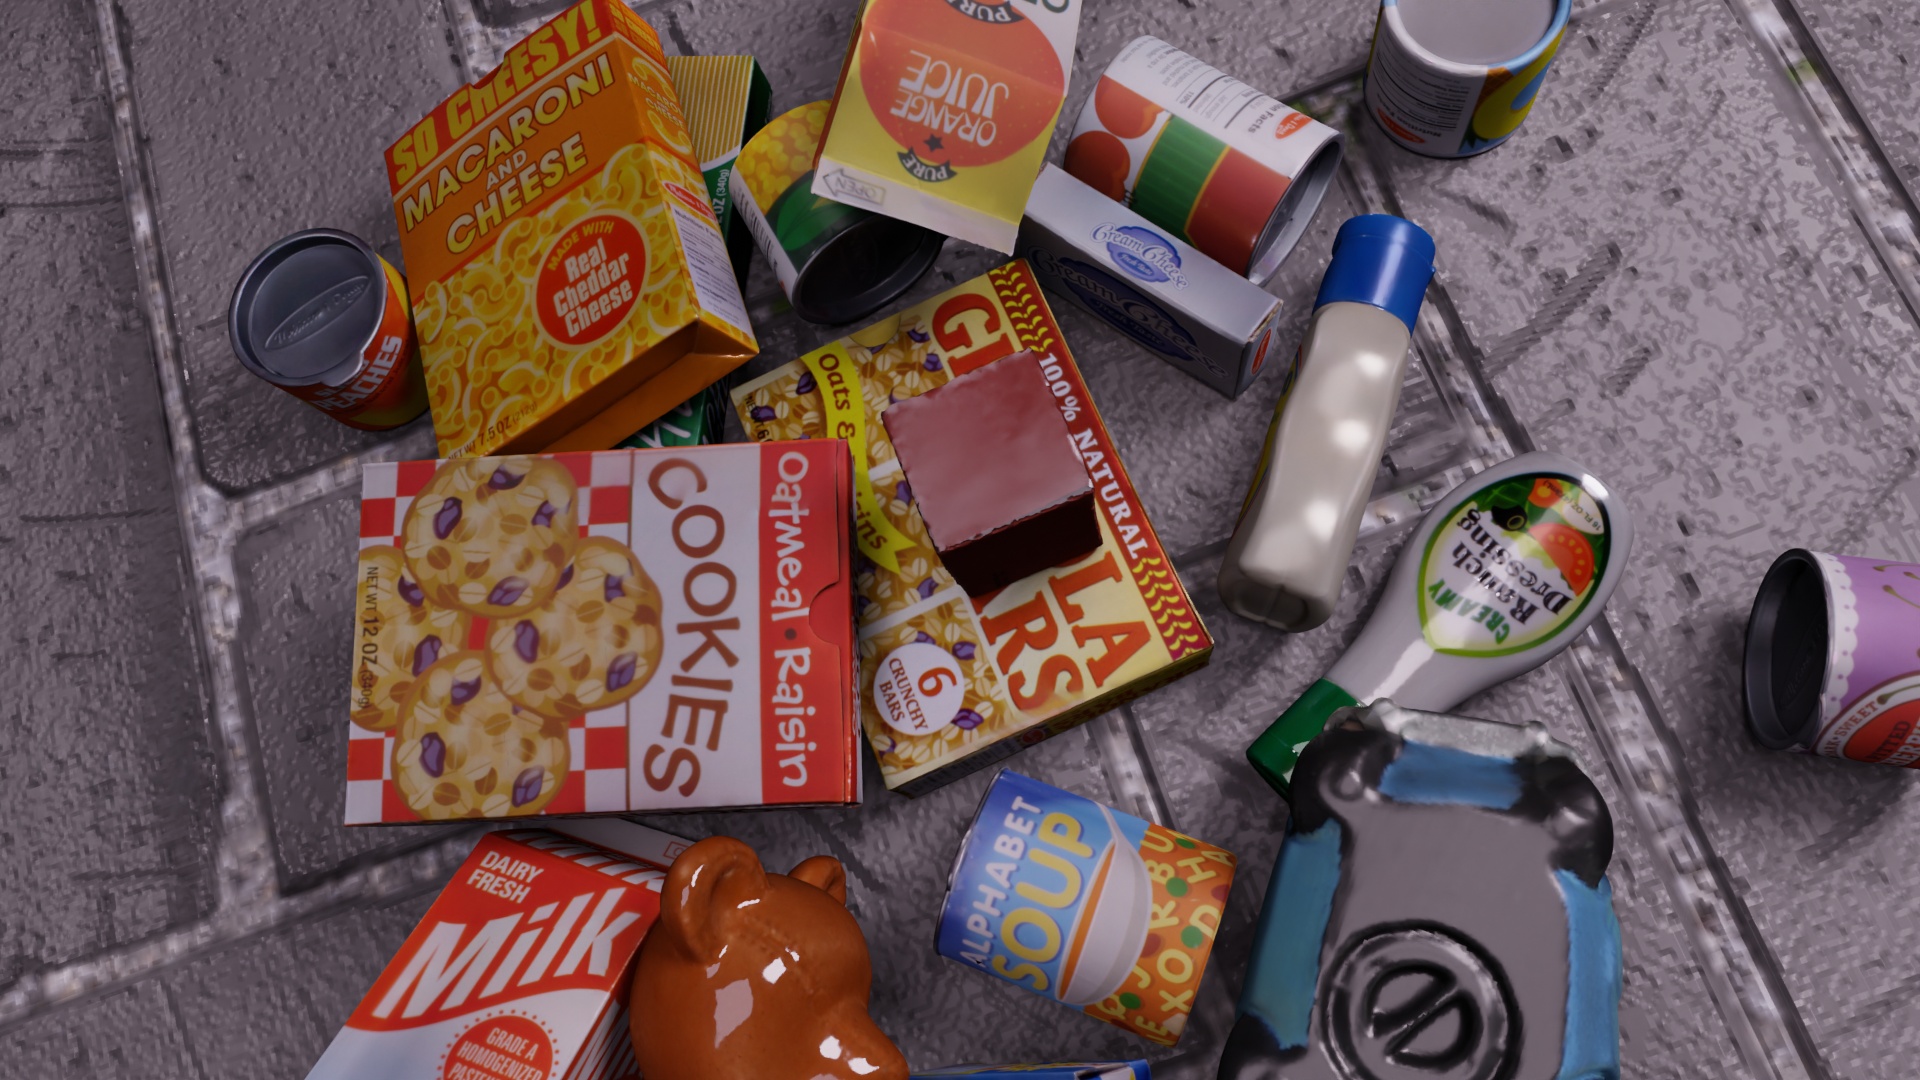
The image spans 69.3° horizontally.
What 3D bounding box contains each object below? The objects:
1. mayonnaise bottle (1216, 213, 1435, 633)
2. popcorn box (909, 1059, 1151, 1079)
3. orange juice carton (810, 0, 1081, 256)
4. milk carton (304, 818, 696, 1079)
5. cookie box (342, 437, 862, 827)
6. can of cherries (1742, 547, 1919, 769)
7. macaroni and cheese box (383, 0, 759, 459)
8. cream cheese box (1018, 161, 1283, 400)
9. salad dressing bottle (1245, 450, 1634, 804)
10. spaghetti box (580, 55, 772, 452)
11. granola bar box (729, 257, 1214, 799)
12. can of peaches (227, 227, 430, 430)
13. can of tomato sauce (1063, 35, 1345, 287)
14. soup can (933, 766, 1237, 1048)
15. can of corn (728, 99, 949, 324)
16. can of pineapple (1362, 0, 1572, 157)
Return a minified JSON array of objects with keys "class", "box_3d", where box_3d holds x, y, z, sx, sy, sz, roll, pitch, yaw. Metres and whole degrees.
[{"class":"mayonnaise bottle","box_3d":[0.132,-0.044,0.493,0.041,0.064,0.148,18,75,10]},{"class":"popcorn box","box_3d":[0.024,0.228,0.427,0.085,0.038,0.127,-22,69,42]},{"class":"orange juice carton","box_3d":[-0.001,-0.184,0.504,0.072,0.072,0.193,17,58,-11]},{"class":"milk carton","box_3d":[-0.148,0.167,0.450,0.072,0.073,0.192,15,44,12]},{"class":"cookie box","box_3d":[-0.118,0.032,0.474,0.167,0.040,0.123,-3,78,3]},{"class":"can of cherries","box_3d":[0.292,0.041,0.440,0.058,0.071,0.071,8,77,10]},{"class":"macaroni and cheese box","box_3d":[-0.157,-0.116,0.539,0.123,0.040,0.167,-29,64,18]},{"class":"cream cheese box","box_3d":[0.068,-0.096,0.519,0.104,0.053,0.024,35,79,15]},{"class":"salad dressing bottle","box_3d":[0.162,0.034,0.475,0.148,0.044,0.064,-44,75,-4]},{"class":"spaghetti box","box_3d":[-0.117,-0.078,0.556,0.050,0.028,0.250,3,76,11]},{"class":"granola bar box","box_3d":[0.002,-0.006,0.513,0.124,0.039,0.166,-24,73,2]},{"class":"can of peaches","box_3d":[-0.247,-0.082,0.562,0.071,0.058,0.071,-2,75,8]},{"class":"can of tomato sauce","box_3d":[0.089,-0.139,0.522,0.083,0.071,0.071,34,83,16]},{"class":"soup can","box_3d":[0.041,0.120,0.457,0.084,0.071,0.071,18,79,13]},{"class":"can of corn","box_3d":[-0.046,-0.128,0.539,0.071,0.071,0.058,-31,73,0]},{"class":"can of pineapple","box_3d":[0.190,-0.189,0.522,0.071,0.057,0.071,-2,75,8]}]
